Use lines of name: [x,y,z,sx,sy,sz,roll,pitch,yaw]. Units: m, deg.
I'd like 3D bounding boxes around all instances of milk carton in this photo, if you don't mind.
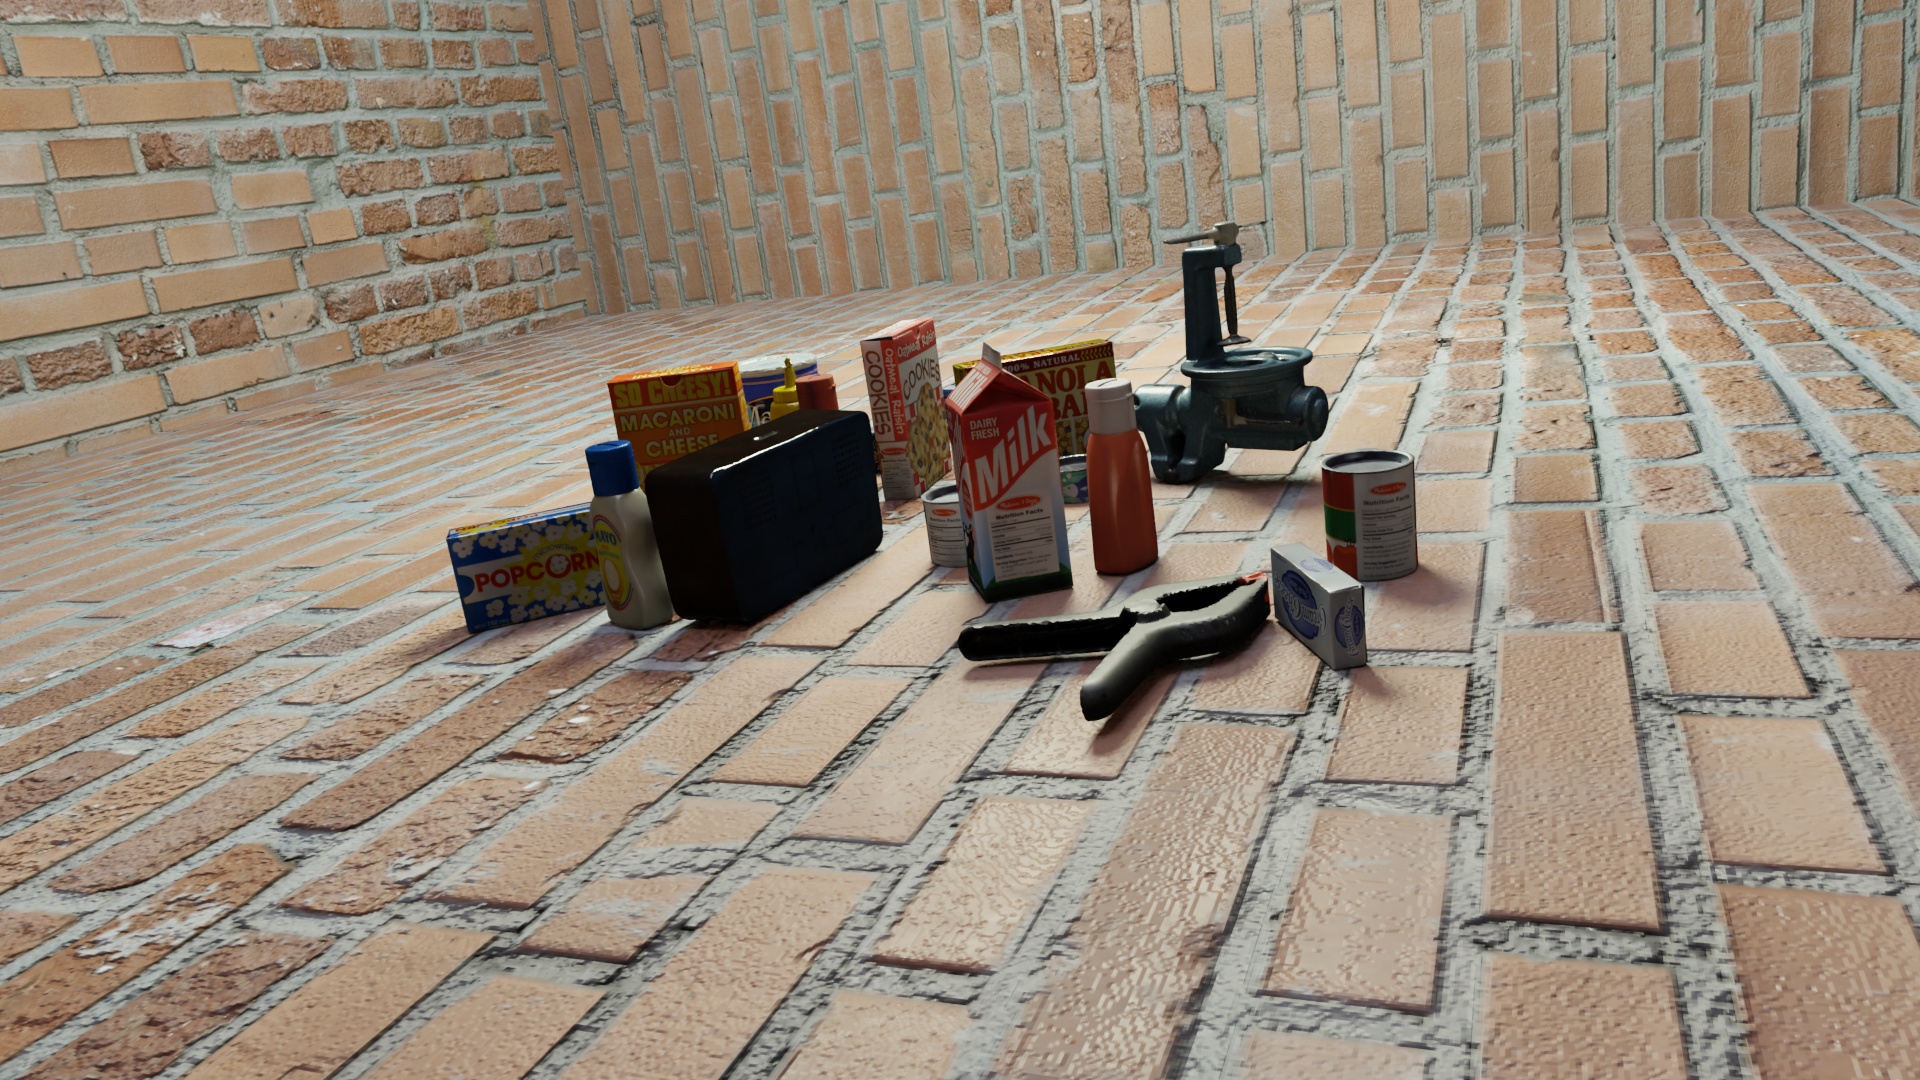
milk carton: [0.035,-0.056,1.076,0.073,0.190,0.072,-10,16,-8]

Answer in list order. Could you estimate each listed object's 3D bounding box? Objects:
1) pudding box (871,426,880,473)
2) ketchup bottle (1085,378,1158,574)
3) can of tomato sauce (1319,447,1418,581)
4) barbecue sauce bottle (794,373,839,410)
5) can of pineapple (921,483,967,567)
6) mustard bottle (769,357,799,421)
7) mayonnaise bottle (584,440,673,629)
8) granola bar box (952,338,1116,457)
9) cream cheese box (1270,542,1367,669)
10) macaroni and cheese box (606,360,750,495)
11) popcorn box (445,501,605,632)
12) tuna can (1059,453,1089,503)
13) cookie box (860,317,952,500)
pudding box: [-0.085,-0.102,1.540,0.084,0.049,0.030,-4,16,14]
ketchup bottle: [0.125,-0.051,1.093,0.043,0.148,0.065,4,19,35]
can of tomato sauce: [0.300,-0.020,1.021,0.071,0.082,0.071,-7,16,2]
barbecue sauce bottle: [-0.126,-0.082,1.313,0.043,0.148,0.065,-5,16,10]
can of pineapple: [0.004,-0.015,1.185,0.071,0.057,0.071,-7,16,2]
mustard bottle: [-0.159,-0.105,1.387,0.065,0.159,0.049,-21,20,-40]
mayonnaise bottle: [-0.269,-0.005,1.115,0.065,0.147,0.041,8,22,44]
granola bar box: [0.083,-0.135,1.443,0.166,0.123,0.039,-12,16,-15]
cream cheese box: [0.231,0.041,0.898,0.024,0.053,0.104,-9,16,-6]
macaroni and cheese box: [-0.264,-0.084,1.350,0.124,0.166,0.040,-7,16,1]
popcorn box: [-0.362,0.021,1.181,0.127,0.085,0.038,-13,16,-17]
tuna can: [0.110,-0.059,1.334,0.071,0.032,0.071,-7,16,2]
cookie box: [-0.053,-0.139,1.441,0.040,0.167,0.123,-2,17,19]
